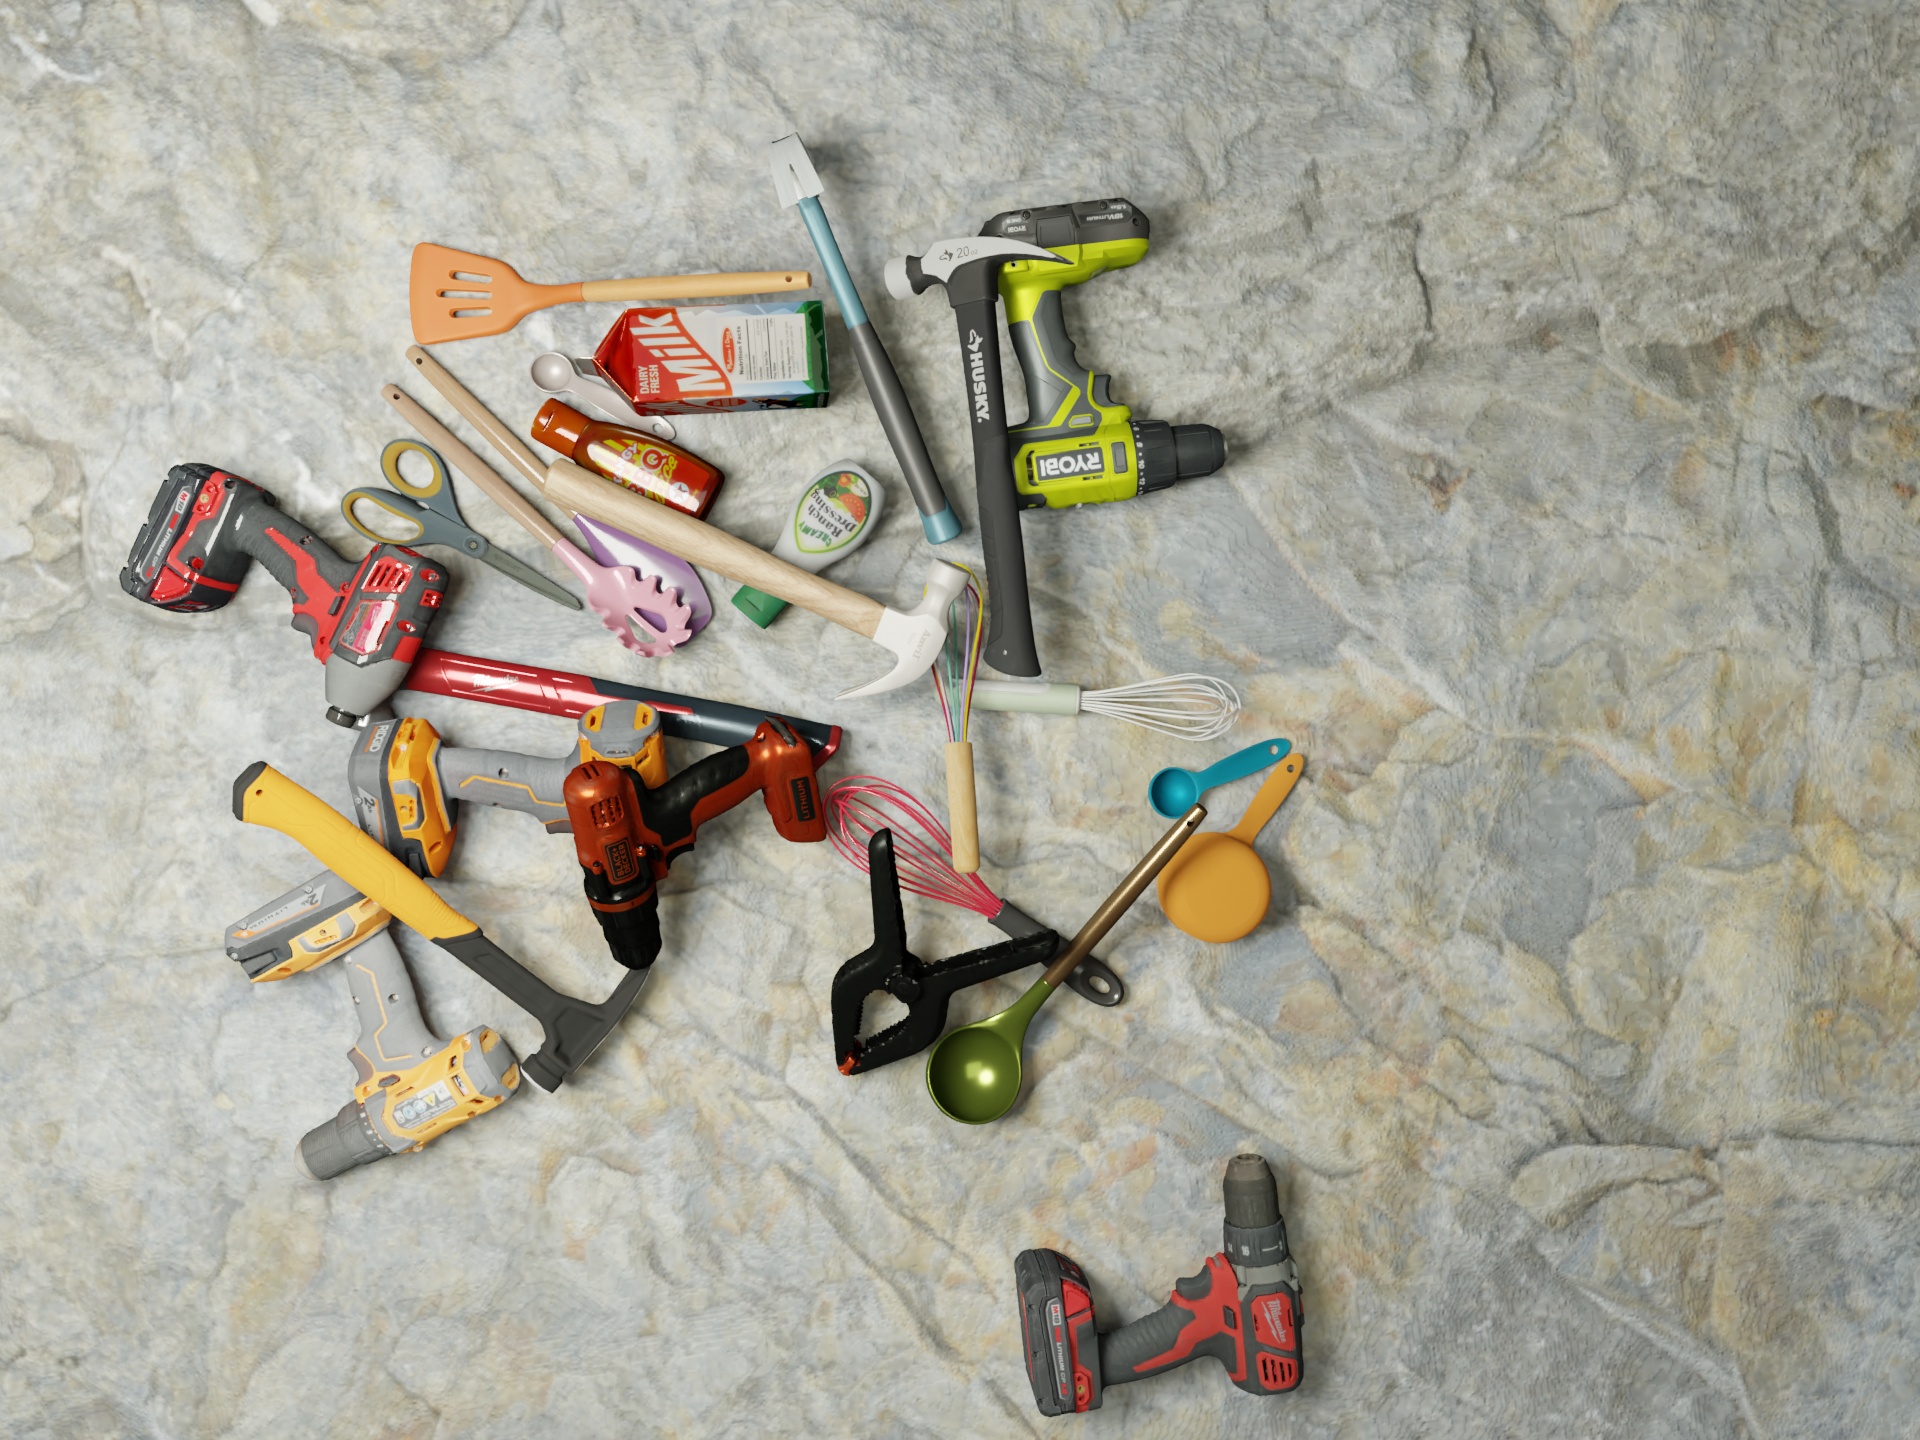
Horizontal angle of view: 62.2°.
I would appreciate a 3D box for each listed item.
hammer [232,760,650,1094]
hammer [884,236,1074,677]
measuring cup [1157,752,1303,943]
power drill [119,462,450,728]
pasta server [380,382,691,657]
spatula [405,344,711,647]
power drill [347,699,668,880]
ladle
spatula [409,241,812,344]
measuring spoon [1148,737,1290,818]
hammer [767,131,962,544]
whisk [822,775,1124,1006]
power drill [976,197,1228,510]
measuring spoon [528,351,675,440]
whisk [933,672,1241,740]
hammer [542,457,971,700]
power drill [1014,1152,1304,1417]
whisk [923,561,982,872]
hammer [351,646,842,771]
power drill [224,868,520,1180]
[{"bbox_3d":[-0.388,0.139,1.182,0.336,0.034,0.127,45,81,-25],"label":"hammer"},{"bbox_3d":[0.029,-0.198,1.206,0.146,0.035,0.335,-5,93,29],"label":"hammer"},{"bbox_3d":[0.229,0.100,1.277,0.095,0.052,0.173,34,92,-3],"label":"measuring cup"},{"bbox_3d":[-0.510,-0.095,1.207,0.220,0.078,0.143,25,90,8],"label":"power drill"},{"bbox_3d":[-0.335,-0.159,1.245,0.316,0.040,0.060,42,73,2],"label":"pasta server"},{"bbox_3d":[-0.320,-0.183,1.263,0.316,0.018,0.060,44,98,-4],"label":"spatula"},{"bbox_3d":[-0.337,0.070,1.226,0.226,0.084,0.164,-3,122,-3],"label":"power drill"},{"bbox_3d":[0.085,0.189,1.233,0.078,0.062,0.320,38,106,-4],"label":"ladle"},{"bbox_3d":[-0.272,-0.334,1.229,0.322,0.041,0.081,1,91,14],"label":"spatula"},{"bbox_3d":[0.210,0.043,1.297,0.128,0.021,0.042,-22,91,-11],"label":"measuring spoon"},{"bbox_3d":[-0.073,-0.294,1.237,0.033,0.128,0.331,-22,100,5],"label":"hammer"},{"bbox_3d":[0.013,0.141,1.269,0.295,0.073,0.073,36,90,-10],"label":"whisk"},{"bbox_3d":[0.105,-0.284,1.253,0.190,0.080,0.228,-8,94,-1],"label":"power drill"},{"bbox_3d":[-0.285,-0.253,1.268,0.124,0.018,0.034,27,74,-9],"label":"measuring spoon"},{"bbox_3d":[0.101,-0.016,1.274,0.246,0.058,0.059,4,121,1],"label":"whisk"},{"bbox_3d":[-0.166,-0.118,1.219,0.331,0.031,0.130,24,102,3],"label":"hammer"},{"bbox_3d":[0.161,0.452,1.272,0.226,0.080,0.188,-6,92,-5],"label":"power drill"},{"bbox_3d":[0.000,-0.004,1.239,0.047,0.051,0.245,-4,82,-2],"label":"whisk"},{"bbox_3d":[-0.283,-0.030,1.259,0.386,0.038,0.143,10,89,-3],"label":"hammer"},{"bbox_3d":[-0.476,0.237,1.237,0.185,0.084,0.226,-29,97,5],"label":"power drill"}]
